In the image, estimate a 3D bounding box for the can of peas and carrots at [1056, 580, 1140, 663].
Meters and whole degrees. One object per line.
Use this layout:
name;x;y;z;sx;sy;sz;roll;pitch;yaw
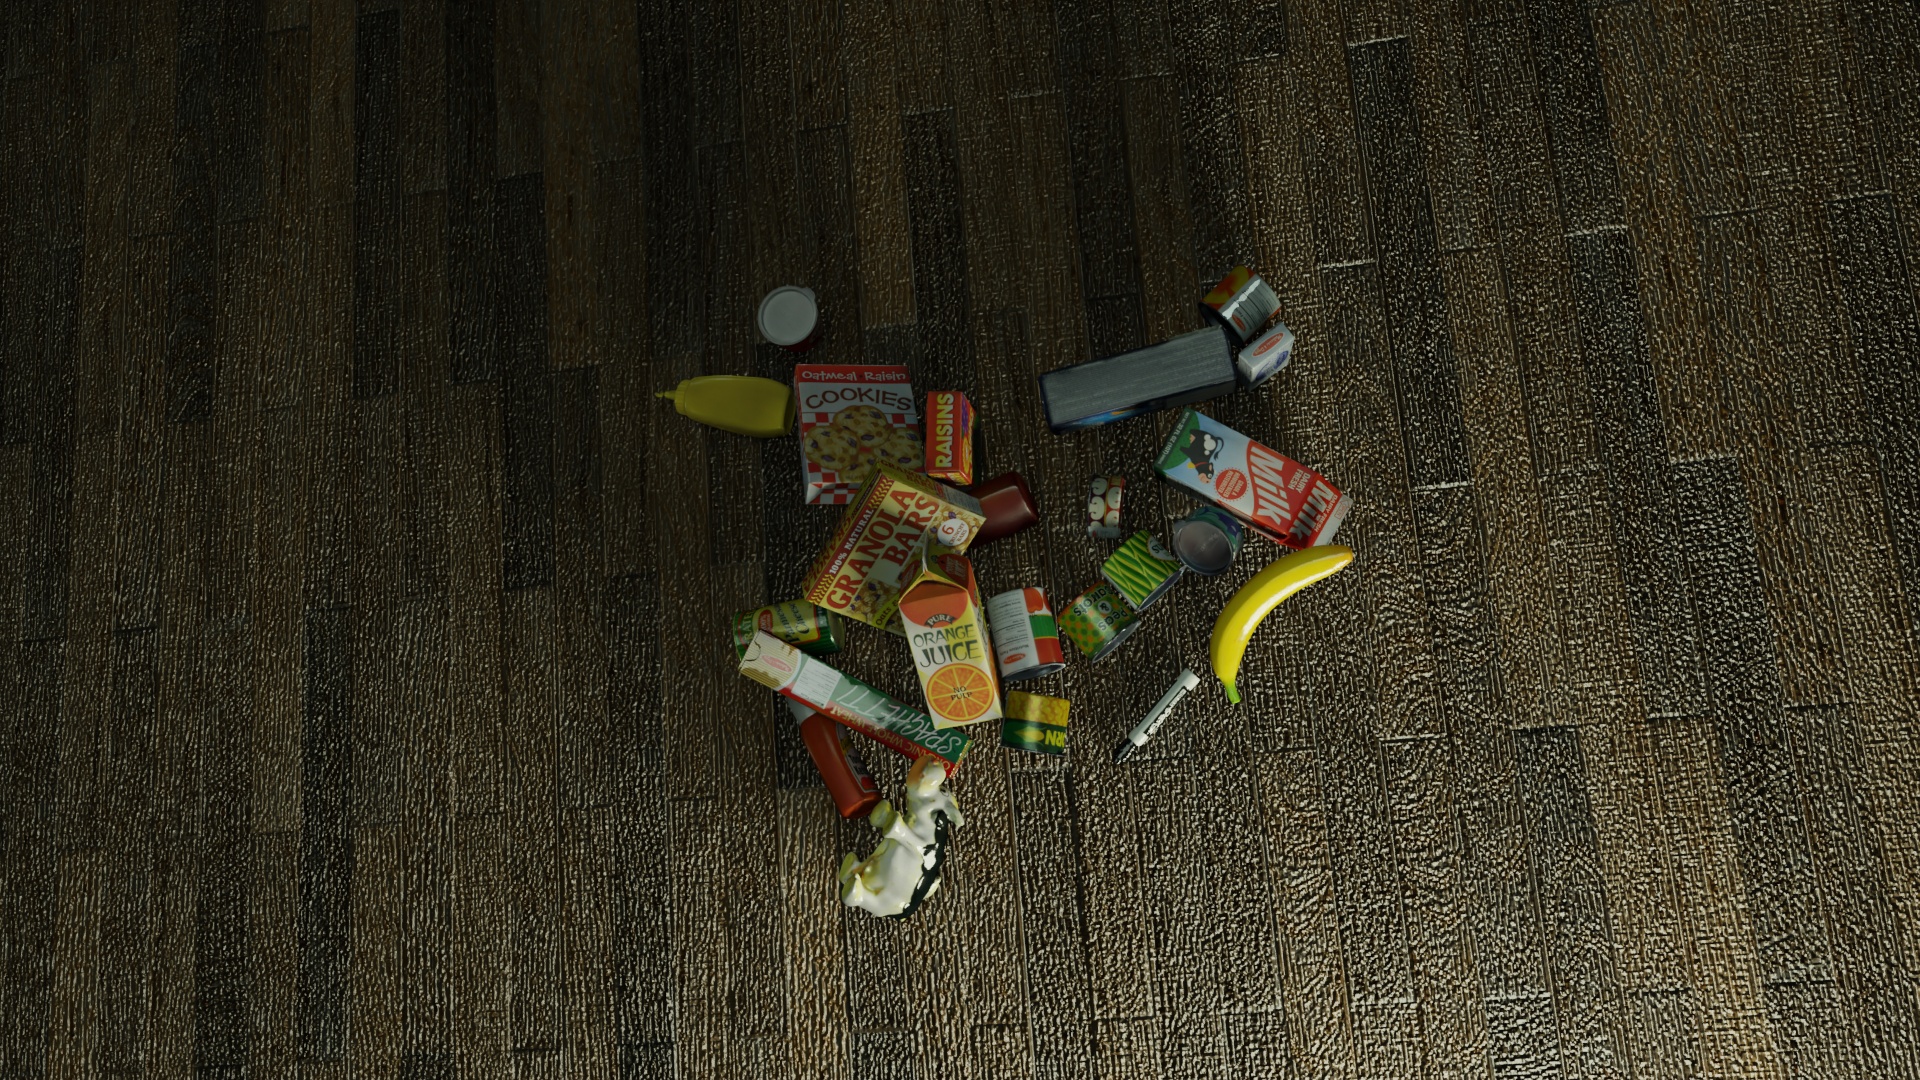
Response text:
can of peas and carrots;0.141;0.082;1.419;0.071;0.071;0.059;-41;75;1

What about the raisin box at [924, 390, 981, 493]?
raisin box;-0.007;-0.100;1.451;0.040;0.123;0.086;0;81;10

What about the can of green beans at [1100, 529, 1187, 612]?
can of green beans;0.186;0.031;1.423;0.071;0.071;0.058;-42;76;1

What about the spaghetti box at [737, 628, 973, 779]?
spaghetti box;-0.108;0.169;1.433;0.250;0.028;0.050;28;86;-4

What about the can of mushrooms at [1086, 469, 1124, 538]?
can of mushrooms;0.151;-0.037;1.441;0.033;0.071;0.071;5;81;11

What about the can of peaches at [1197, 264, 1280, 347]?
can of peaches;0.291;-0.246;1.455;0.058;0.071;0.071;-45;76;1

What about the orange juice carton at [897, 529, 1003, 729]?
orange juice carton;-0.013;0.087;1.396;0.073;0.072;0.192;-12;114;8

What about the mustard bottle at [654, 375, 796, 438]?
mustard bottle;-0.264;-0.154;1.545;0.160;0.049;0.065;10;82;12

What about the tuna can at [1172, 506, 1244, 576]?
tuna can;0.251;-0.001;1.416;0.071;0.033;0.070;17;127;24

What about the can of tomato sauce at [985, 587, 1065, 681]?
can of tomato sauce;0.067;0.097;1.431;0.071;0.071;0.083;-15;74;7

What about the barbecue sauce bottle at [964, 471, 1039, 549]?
barbecue sauce bottle;0.005;-0.018;1.469;0.148;0.064;0.044;-23;36;13

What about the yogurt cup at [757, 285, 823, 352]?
yogurt cup;-0.185;-0.243;1.544;0.072;0.054;0.072;-2;80;10

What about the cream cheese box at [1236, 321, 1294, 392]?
cream cheese box;0.310;-0.187;1.420;0.053;0.103;0.024;-36;79;4

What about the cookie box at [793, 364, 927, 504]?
cookie box;-0.108;-0.113;1.462;0.123;0.040;0.168;-1;53;-13

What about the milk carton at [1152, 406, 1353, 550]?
milk carton;0.297;-0.057;1.415;0.191;0.073;0.072;30;87;13

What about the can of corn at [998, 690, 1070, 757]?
can of corn;0.078;0.186;1.413;0.071;0.071;0.058;7;81;11

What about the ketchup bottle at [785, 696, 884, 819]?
ketchup bottle;-0.135;0.218;1.451;0.043;0.064;0.149;-35;68;8

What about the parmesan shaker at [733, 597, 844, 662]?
parmesan shaker;-0.182;0.095;1.478;0.103;0.071;0.071;-13;78;7

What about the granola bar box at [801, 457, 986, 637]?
granola bar box;-0.069;0.010;1.421;0.124;0.039;0.165;22;114;-24
